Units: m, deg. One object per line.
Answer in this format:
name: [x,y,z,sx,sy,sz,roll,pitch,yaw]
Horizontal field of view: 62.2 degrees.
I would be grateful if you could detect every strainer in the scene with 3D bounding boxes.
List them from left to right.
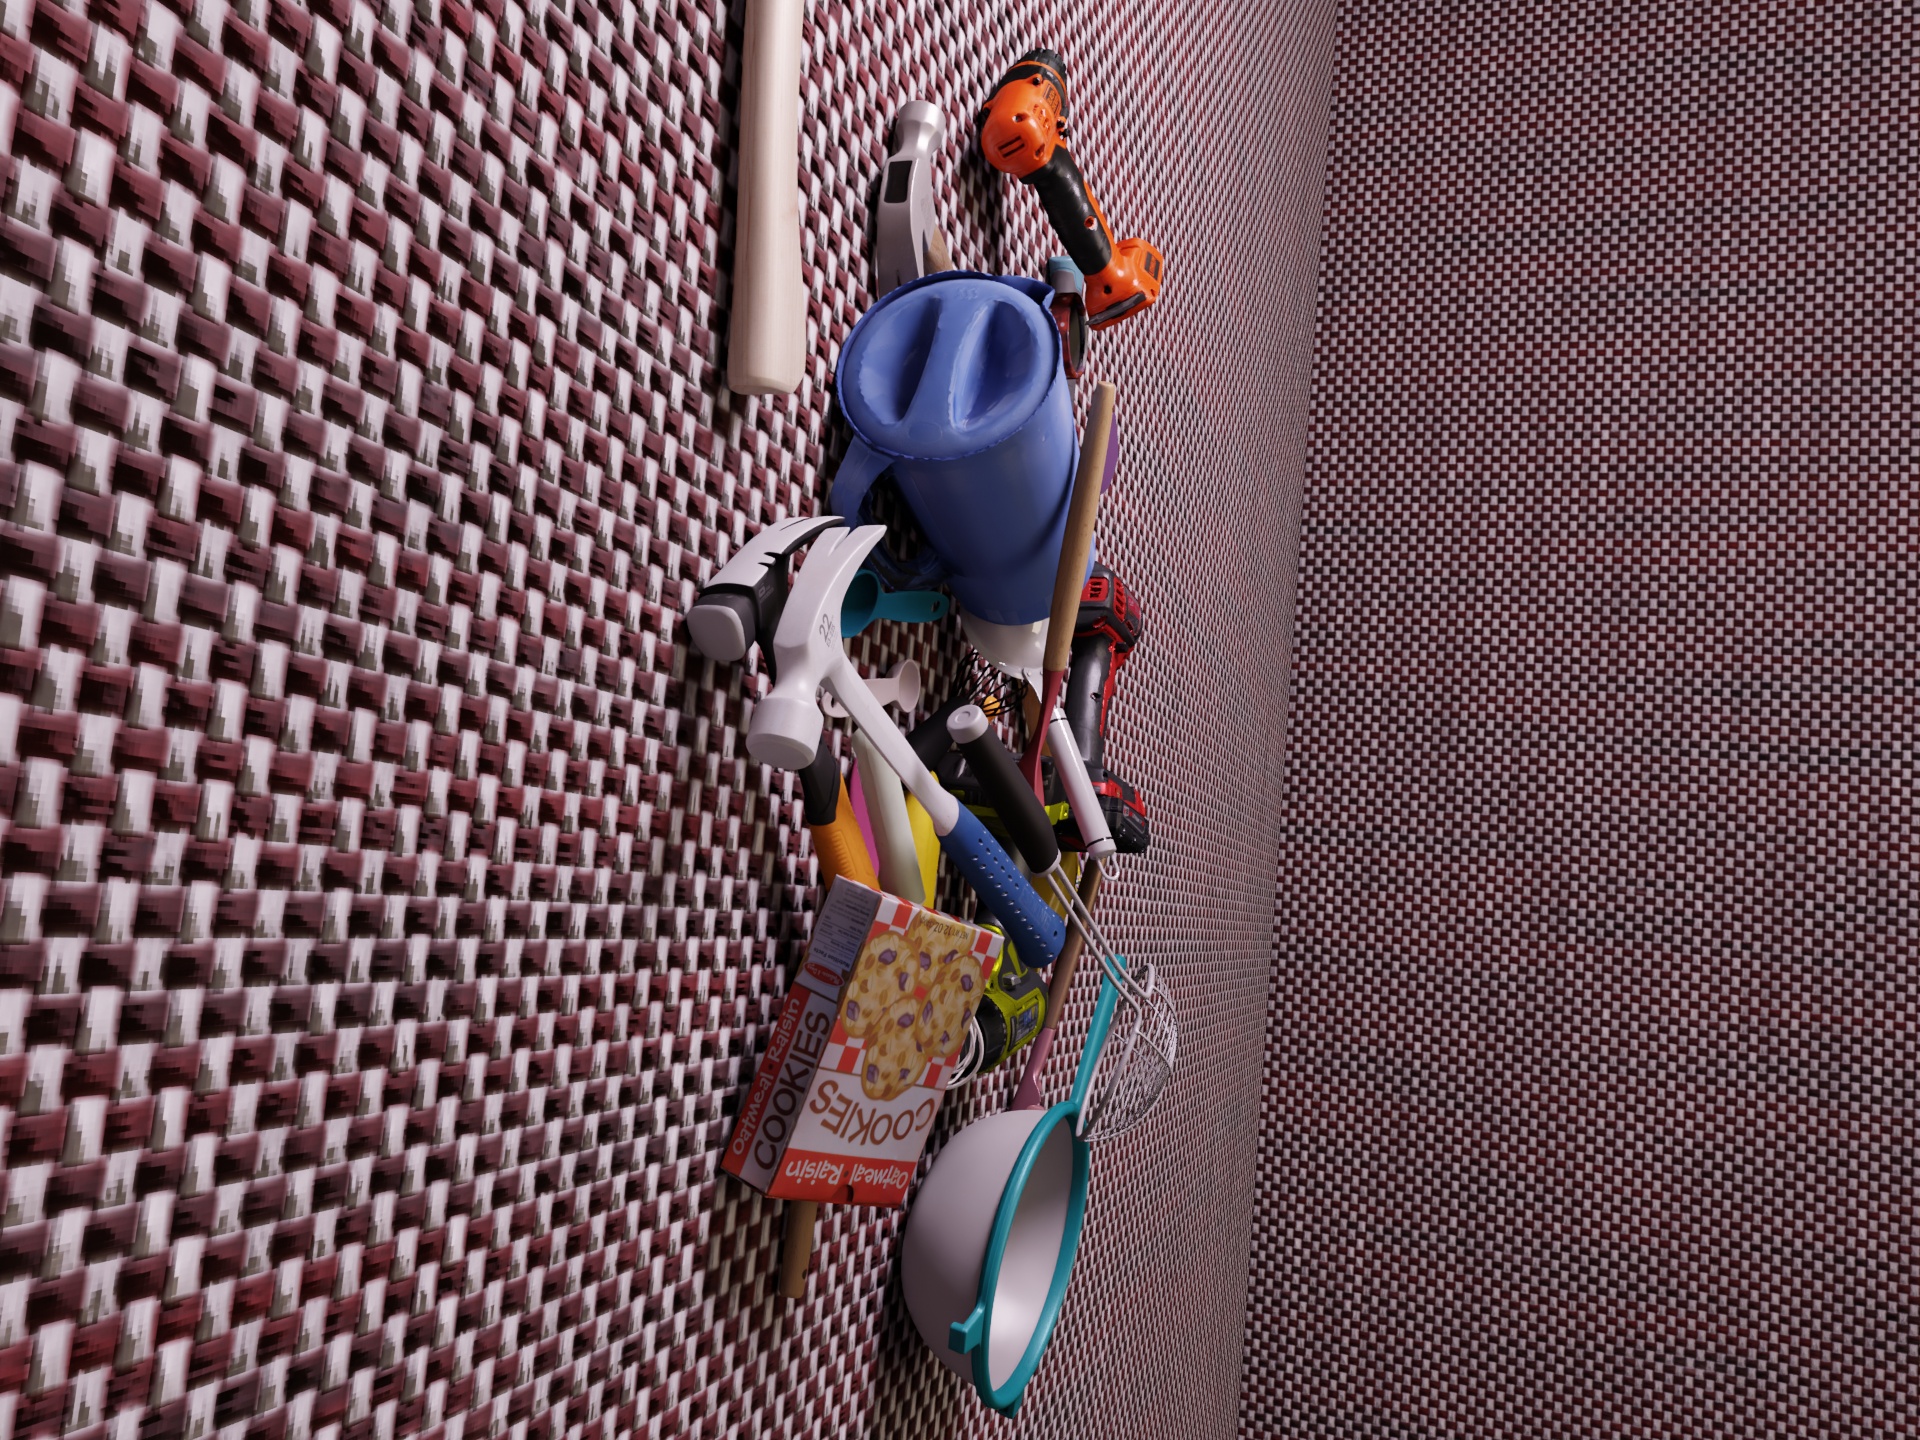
strainer: [0.036,0.314,1.160,0.210,0.095,0.341,71,34,-52]
strainer: [0.064,-0.009,1.108,0.086,0.050,0.259,-6,68,-37]

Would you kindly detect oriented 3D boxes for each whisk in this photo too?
whisk: [-0.032,0.119,0.976,0.058,0.059,0.246,-64,144,-70]
whisk: [-0.002,-0.003,1.095,0.239,0.055,0.055,-46,136,-60]
whisk: [0.076,0.046,1.349,0.047,0.051,0.244,-44,131,-41]

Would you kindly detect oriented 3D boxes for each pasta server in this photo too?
pasta server: [0.088,0.232,1.330,0.060,0.040,0.316,12,95,-85]

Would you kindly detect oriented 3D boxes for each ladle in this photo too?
ladle: [0.064,-0.057,1.007,0.069,0.031,0.315,-80,179,-68]

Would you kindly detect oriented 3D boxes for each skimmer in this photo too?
skimmer: [0.052,0.131,0.998,0.362,0.090,0.127,60,40,-34]

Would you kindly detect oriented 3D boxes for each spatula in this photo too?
spatula: [0.090,-0.181,1.286,0.316,0.018,0.059,-54,142,-57]

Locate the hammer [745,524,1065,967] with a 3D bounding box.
hammer: [-0.010,0.046,0.931,0.405,0.035,0.144,56,40,-54]

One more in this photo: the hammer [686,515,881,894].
hammer: [-0.069,0.054,0.889,0.127,0.034,0.336,-58,142,-51]

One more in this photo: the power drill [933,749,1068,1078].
power drill: [0.018,0.139,1.138,0.190,0.080,0.228,-3,98,-71]

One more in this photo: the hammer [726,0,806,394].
hammer: [-0.094,-0.369,0.780,0.146,0.038,0.410,-2,95,-70]

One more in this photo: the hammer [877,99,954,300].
hammer: [0.005,-0.257,1.099,0.331,0.031,0.130,57,40,-61]

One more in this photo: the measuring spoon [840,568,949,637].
measuring spoon: [-0.046,-0.072,0.963,0.128,0.021,0.042,-5,117,-61]

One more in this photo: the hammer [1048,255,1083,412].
hammer: [0.078,-0.227,1.320,0.128,0.033,0.331,15,79,-70]

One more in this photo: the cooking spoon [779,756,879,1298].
cooking spoon: [-0.078,0.176,0.946,0.068,0.017,0.319,41,54,-67]

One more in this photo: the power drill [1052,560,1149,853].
power drill: [0.110,-0.007,1.286,0.143,0.078,0.220,35,57,-66]

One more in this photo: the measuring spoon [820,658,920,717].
measuring spoon: [-0.059,-0.017,0.984,0.124,0.018,0.034,-16,108,-63]

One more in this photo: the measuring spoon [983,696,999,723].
measuring spoon: [0.021,0.039,1.226,0.021,0.011,0.117,15,79,-71]
